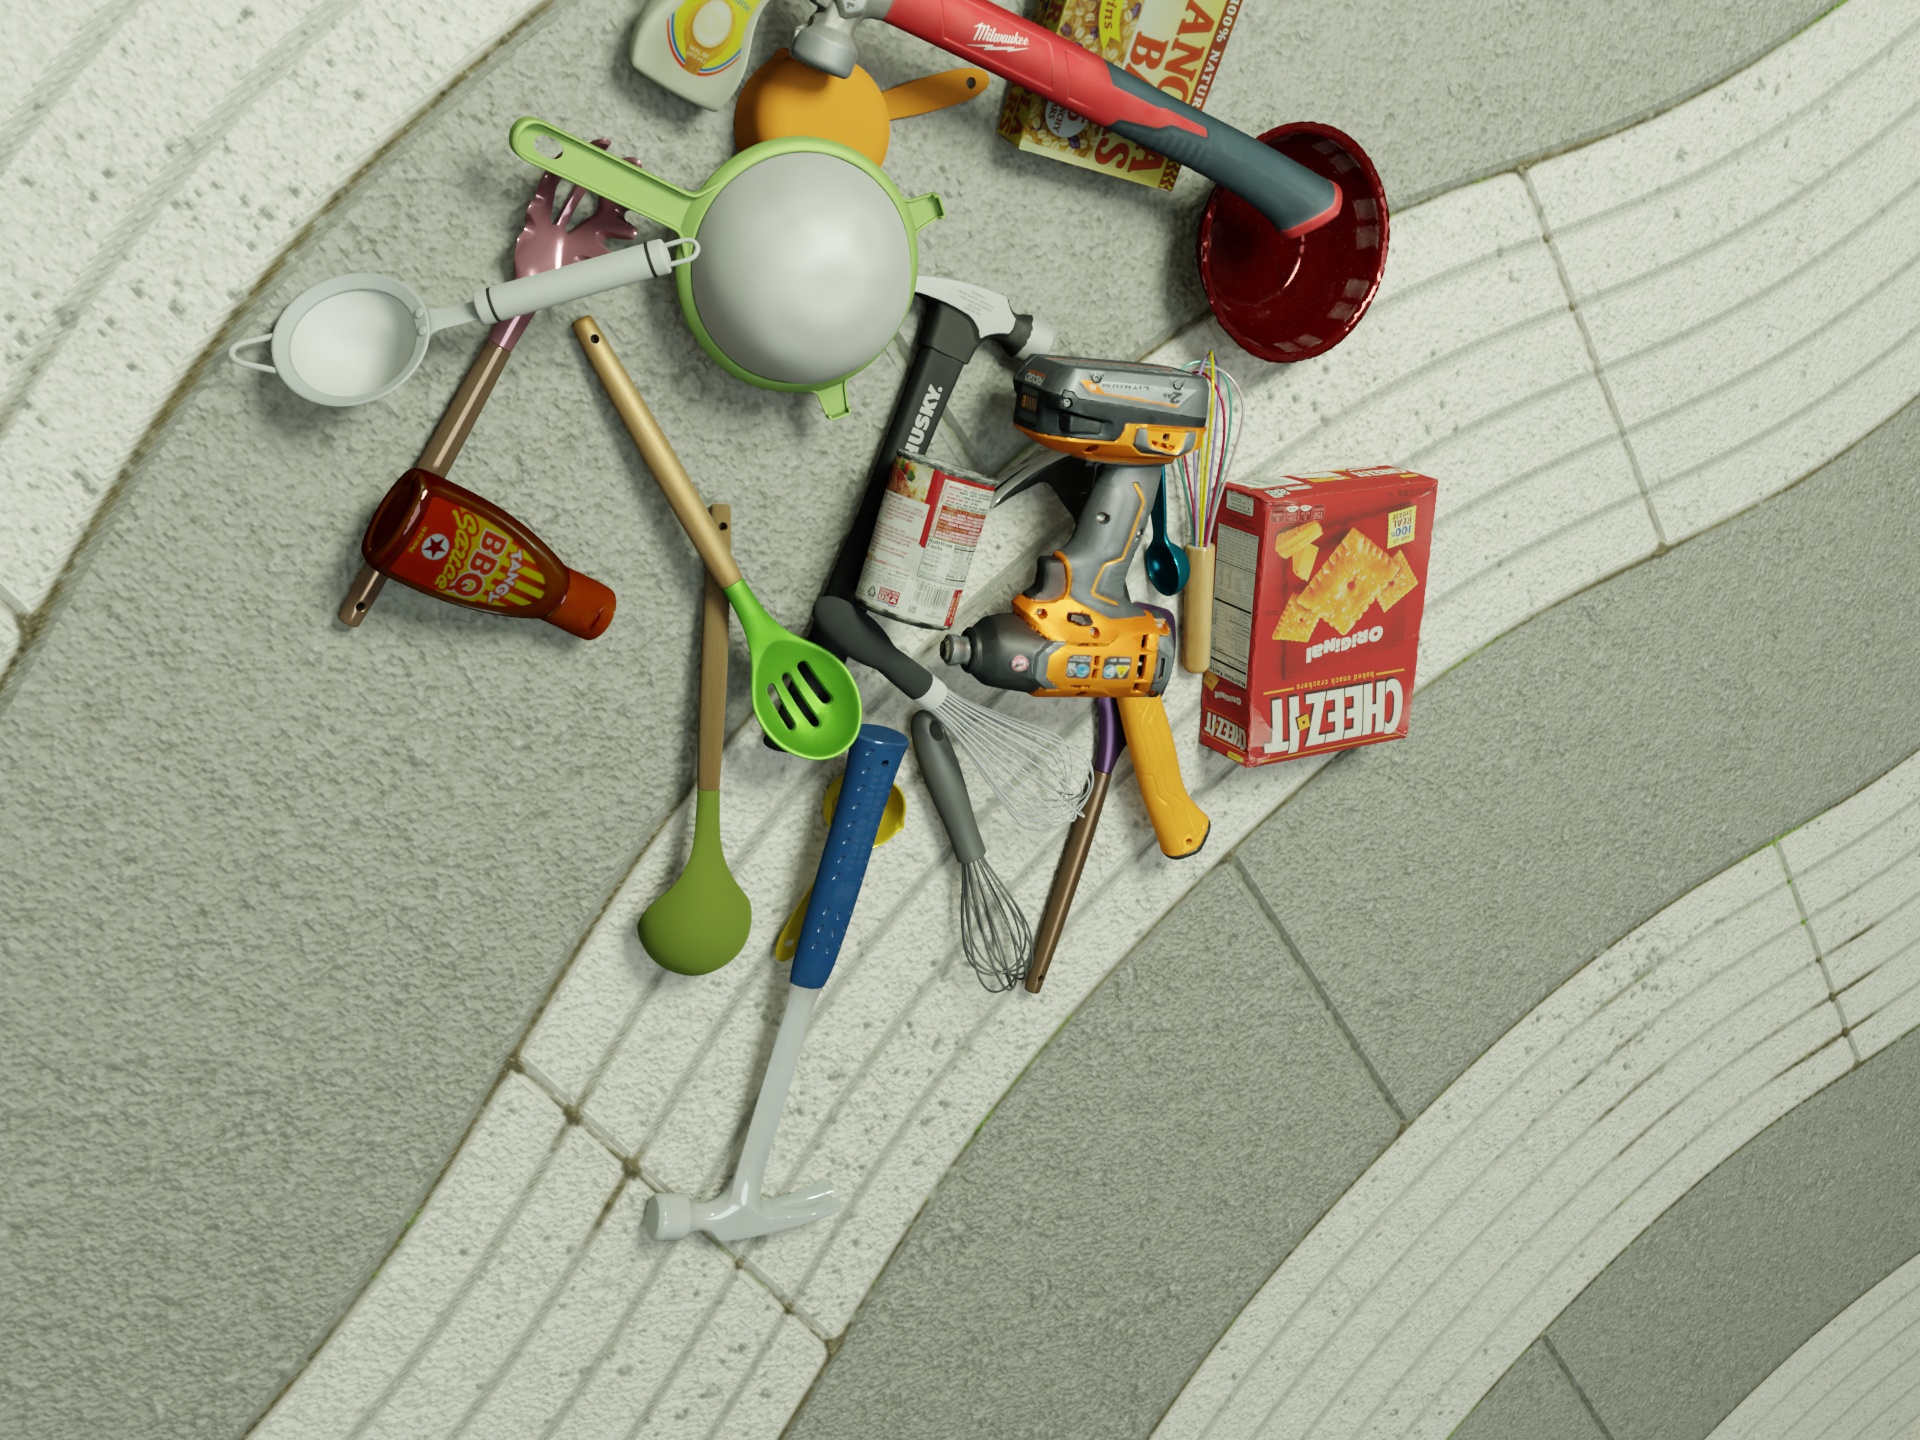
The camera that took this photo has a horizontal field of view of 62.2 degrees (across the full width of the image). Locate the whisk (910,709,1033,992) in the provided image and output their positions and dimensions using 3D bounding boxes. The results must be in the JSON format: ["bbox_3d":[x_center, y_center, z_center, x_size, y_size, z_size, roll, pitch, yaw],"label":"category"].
[{"bbox_3d":[0.005,0.099,1.166,0.055,0.055,0.238,-26,113,-18],"label":"whisk"}]

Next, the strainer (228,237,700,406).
[{"bbox_3d":[-0.266,-0.223,0.873,0.258,0.087,0.050,-15,159,2],"label":"strainer"}]

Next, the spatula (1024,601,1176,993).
[{"bbox_3d":[0.103,0.063,1.220,0.059,0.018,0.316,12,100,-30],"label":"spatula"}]

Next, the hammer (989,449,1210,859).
[{"bbox_3d":[0.117,-0.041,1.164,0.127,0.034,0.336,-25,114,-13],"label":"hammer"}]

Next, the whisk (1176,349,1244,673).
[{"bbox_3d":[0.177,-0.149,1.171,0.051,0.047,0.244,-12,116,-23],"label":"whisk"}]

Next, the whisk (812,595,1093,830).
[{"bbox_3d":[-0.003,-0.003,1.096,0.284,0.070,0.070,38,88,-36],"label":"whisk"}]

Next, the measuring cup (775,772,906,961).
[{"bbox_3d":[-0.094,0.101,1.129,0.062,0.029,0.156,24,104,-32],"label":"measuring cup"}]

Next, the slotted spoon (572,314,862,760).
[{"bbox_3d":[-0.154,-0.110,0.996,0.070,0.031,0.313,-36,111,-19],"label":"slotted spoon"}]

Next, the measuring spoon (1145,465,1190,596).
[{"bbox_3d":[0.151,-0.153,1.153,0.021,0.042,0.128,-17,114,-24],"label":"measuring spoon"}]

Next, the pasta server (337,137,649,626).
[{"bbox_3d":[-0.278,-0.191,0.918,0.060,0.040,0.316,28,94,-37],"label":"pasta server"}]

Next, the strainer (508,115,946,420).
[{"bbox_3d":[-0.128,-0.272,0.901,0.256,0.069,0.151,18,109,-32],"label":"strainer"}]

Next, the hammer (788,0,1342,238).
[{"bbox_3d":[0.092,-0.398,0.968,0.386,0.038,0.143,13,110,-31],"label":"hammer"}]

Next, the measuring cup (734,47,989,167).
[{"bbox_3d":[-0.049,-0.370,0.966,0.173,0.052,0.095,-23,116,-17],"label":"measuring cup"}]

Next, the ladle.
[{"bbox_3d":[-0.169,0.017,1.053,0.078,0.062,0.320,-1,101,-26],"label":"ladle"}]

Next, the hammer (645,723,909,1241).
[{"bbox_3d":[-0.106,0.194,1.124,0.144,0.035,0.405,8,109,-30],"label":"hammer"}]

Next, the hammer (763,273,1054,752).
[{"bbox_3d":[-0.060,-0.134,1.055,0.146,0.035,0.335,17,99,-32],"label":"hammer"}]

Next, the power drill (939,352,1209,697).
[{"bbox_3d":[0.074,-0.123,1.058,0.164,0.084,0.226,-1,110,-23],"label":"power drill"}]
